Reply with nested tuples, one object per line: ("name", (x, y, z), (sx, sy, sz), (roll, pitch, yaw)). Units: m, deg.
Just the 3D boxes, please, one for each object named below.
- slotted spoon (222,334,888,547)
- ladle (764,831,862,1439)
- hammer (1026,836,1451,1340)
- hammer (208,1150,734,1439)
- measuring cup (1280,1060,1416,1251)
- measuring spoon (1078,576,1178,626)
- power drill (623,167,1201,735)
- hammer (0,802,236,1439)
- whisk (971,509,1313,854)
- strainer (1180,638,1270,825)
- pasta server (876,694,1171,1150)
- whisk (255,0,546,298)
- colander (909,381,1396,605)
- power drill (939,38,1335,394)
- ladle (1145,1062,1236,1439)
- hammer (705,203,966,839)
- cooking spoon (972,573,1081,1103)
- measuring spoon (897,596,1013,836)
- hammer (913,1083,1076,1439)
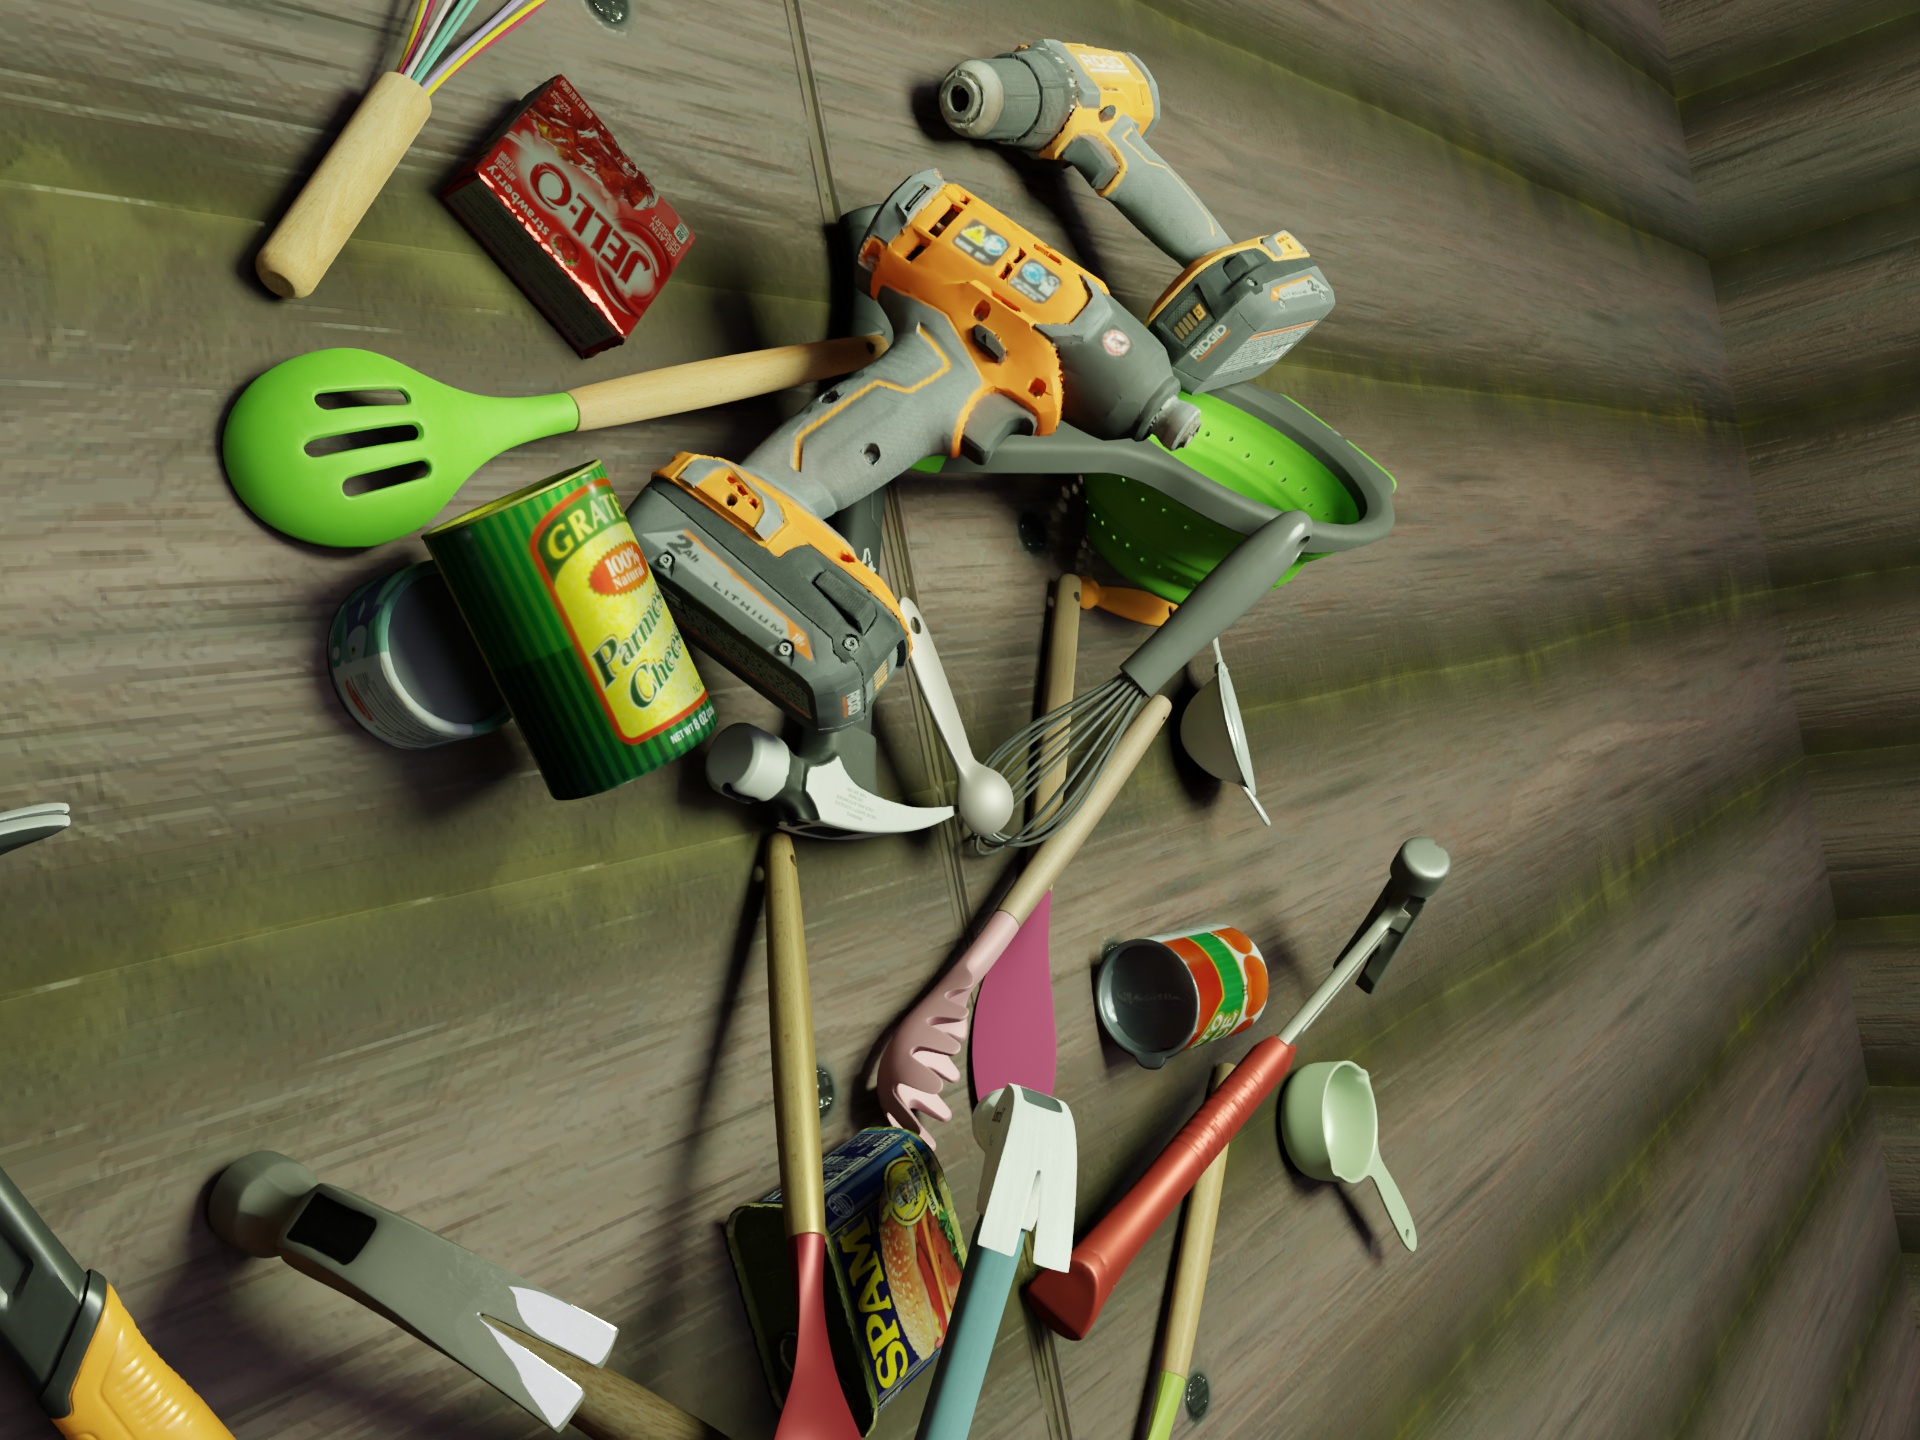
("slotted spoon", (-0.138, -0.131, 0.642), (0.314, 0.031, 0.070), (-25, 102, -45))
("ladle", (-0.062, 0.175, 0.612), (0.069, 0.031, 0.316), (54, 21, -49))
("hammer", (0.160, 0.209, 0.897), (0.359, 0.037, 0.149), (-39, 155, -34))
("hammer", (-0.109, 0.252, 0.562), (0.331, 0.130, 0.031), (55, 53, -39))
("measuring cup", (0.257, 0.294, 1.048), (0.167, 0.038, 0.083), (59, 43, -26))
("measuring spoon", (0.106, -0.072, 0.969), (0.116, 0.011, 0.021), (7, 76, -51))
("power drill", (-0.016, -0.107, 0.660), (0.164, 0.084, 0.226), (36, 74, 9))
("hammer", (-0.230, 0.189, 0.452), (0.127, 0.034, 0.336), (-33, 111, -24))
("whisk", (0.091, -0.019, 0.808), (0.239, 0.055, 0.055), (-44, 126, 3))
("strainer", (0.158, -0.059, 1.002), (0.086, 0.050, 0.258), (35, 50, -69))
("pasta server", (0.043, 0.087, 0.810), (0.316, 0.040, 0.060), (-50, 157, -39))
("whisk", (-0.200, -0.254, 0.613), (0.047, 0.051, 0.245), (46, 51, -42))
("colander", (0.082, -0.119, 0.866), (0.397, 0.094, 0.205), (-9, 46, -45))
("power drill", (0.097, -0.299, 0.918), (0.226, 0.084, 0.185), (54, 38, 8))
("ladle", (0.132, 0.333, 0.870), (0.078, 0.062, 0.320), (53, 42, -39))
("hammer", (-0.046, -0.104, 0.768), (0.146, 0.035, 0.335), (28, 59, -49))
("cooking spoon", (0.044, 0.066, 0.854), (0.068, 0.017, 0.319), (27, 61, -43))
("measuring spoon", (-0.001, -0.002, 0.755), (0.034, 0.018, 0.124), (-40, 113, -52))
("hammer", (-0.017, 0.299, 0.585), (0.033, 0.128, 0.331), (18, 76, -3))
